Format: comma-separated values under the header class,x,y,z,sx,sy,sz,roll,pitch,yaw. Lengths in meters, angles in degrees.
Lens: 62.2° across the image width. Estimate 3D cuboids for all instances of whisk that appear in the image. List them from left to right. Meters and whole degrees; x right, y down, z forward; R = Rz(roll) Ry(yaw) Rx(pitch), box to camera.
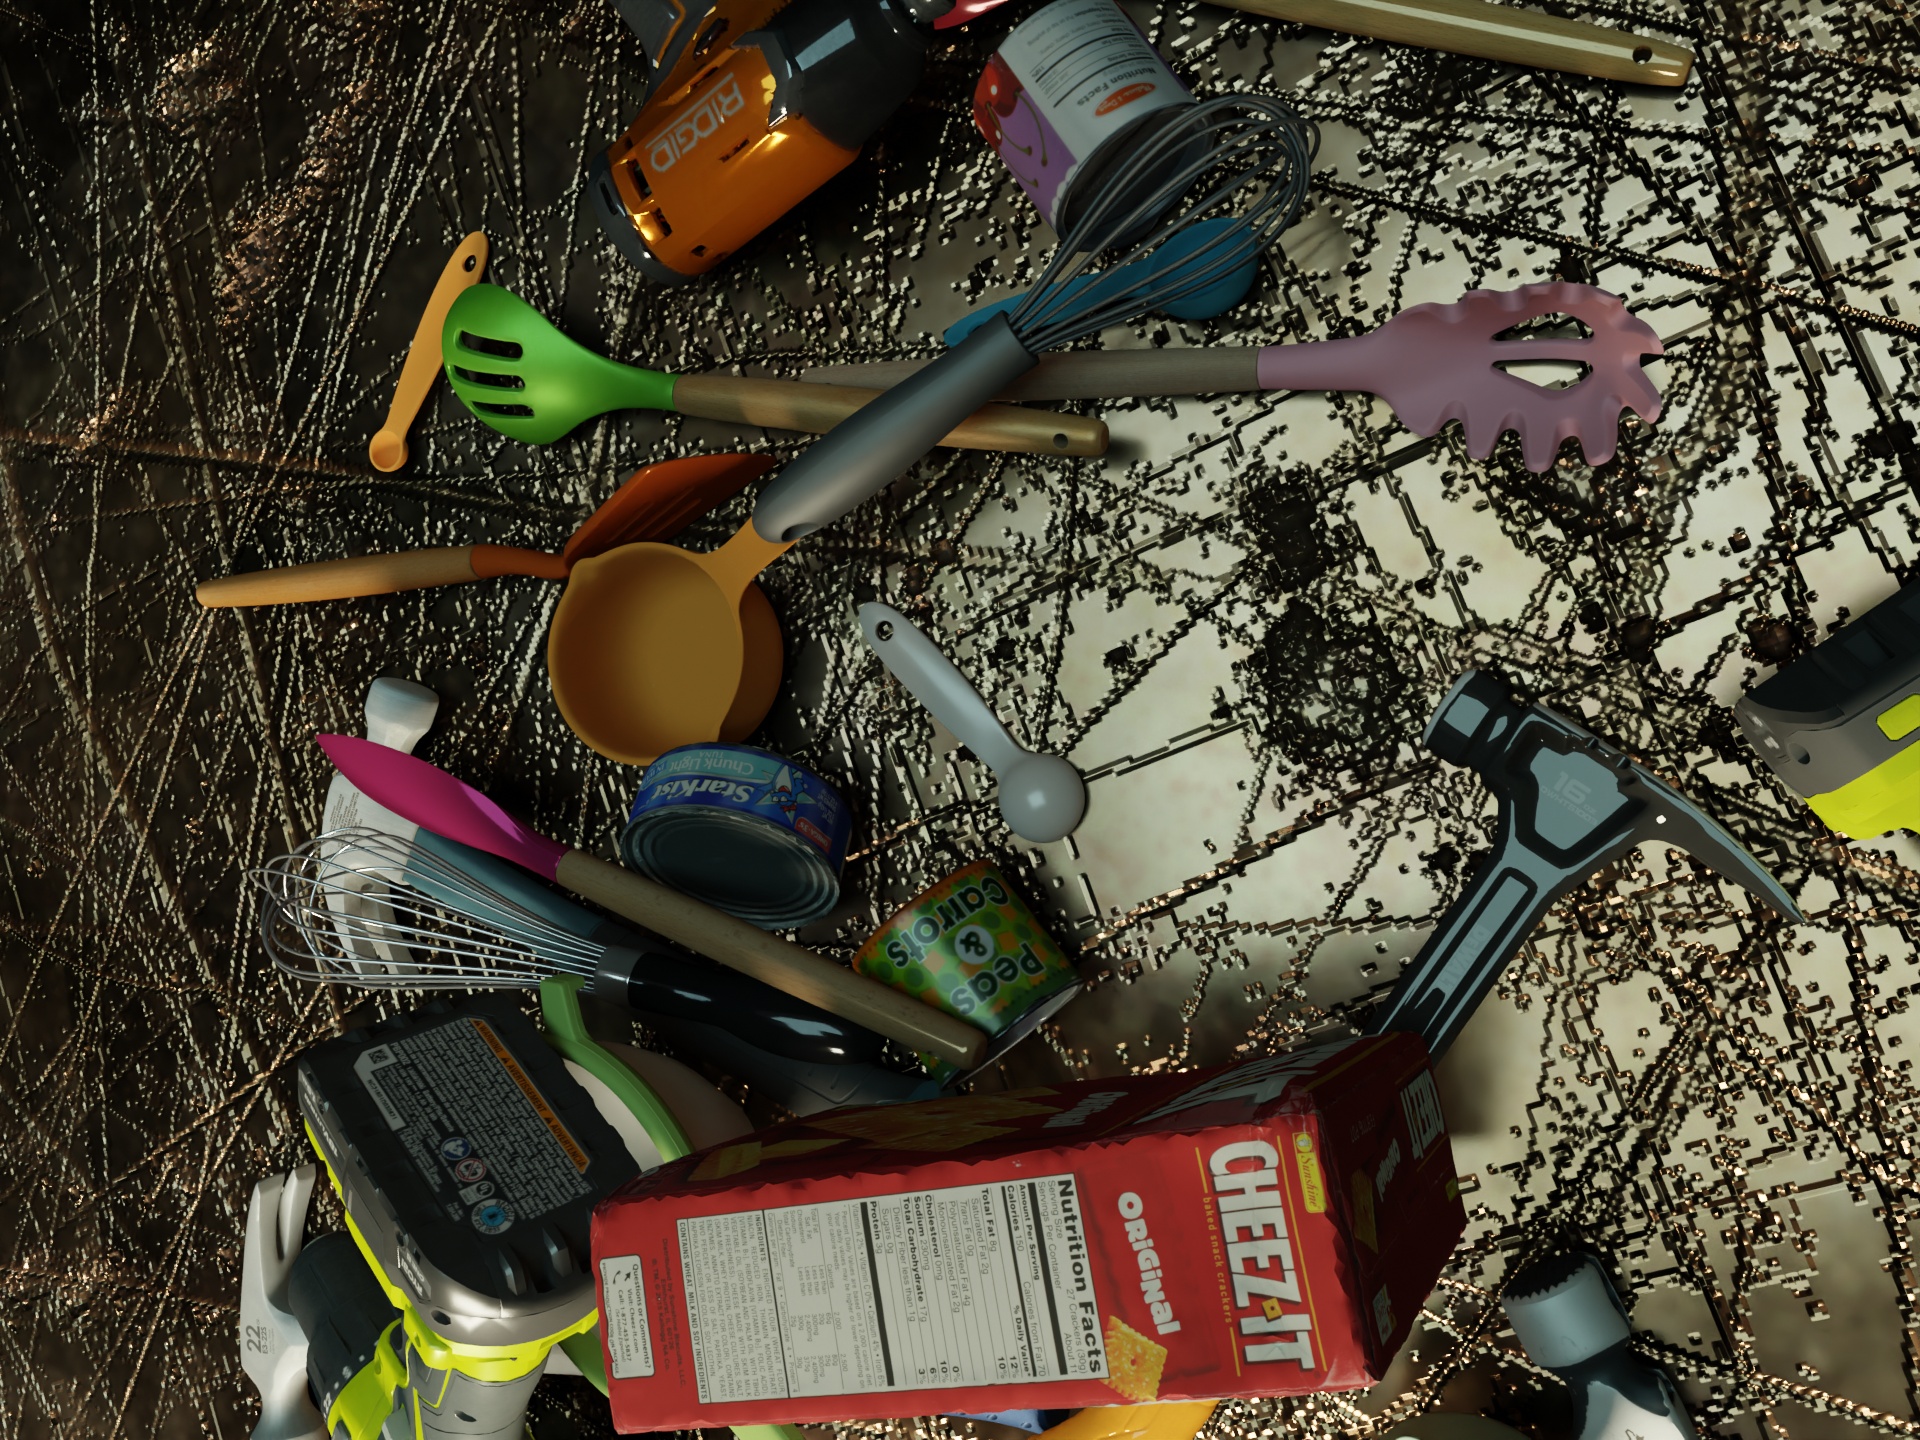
class,x,y,z,sx,sy,sz,roll,pitch,yaw
whisk,-0.161,0.094,0.629,0.285,0.070,0.070,10,95,18
whisk,0.019,-0.132,0.551,0.239,0.055,0.055,-34,78,18

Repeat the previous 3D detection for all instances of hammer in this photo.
class,x,y,z,sx,sy,sz,roll,pitch,yaw
hammer,-0.150,0.261,0.671,0.405,0.035,0.144,-7,88,23
hammer,-0.142,0.101,0.667,0.331,0.033,0.128,24,99,21
hammer,0.074,0.333,0.576,0.409,0.036,0.149,-31,80,21
hammer,0.128,0.154,0.534,0.127,0.034,0.337,37,99,20

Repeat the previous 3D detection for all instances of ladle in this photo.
class,x,y,z,sx,sy,sz,roll,pitch,yaw
ladle,0.095,-0.261,0.565,0.315,0.031,0.069,21,103,20

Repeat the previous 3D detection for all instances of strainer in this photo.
class,x,y,z,sx,sy,sz,roll,pitch,yaw
strainer,-0.077,0.211,0.580,0.256,0.069,0.151,43,129,23

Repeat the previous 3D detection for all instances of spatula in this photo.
class,x,y,z,sx,sy,sz,roll,pitch,yaw
spatula,-0.227,-0.076,0.694,0.323,0.081,0.041,-3,98,29

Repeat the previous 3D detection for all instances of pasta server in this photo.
class,x,y,z,sx,sy,sz,roll,pitch,yaw
pasta server,0.079,-0.122,0.566,0.316,0.040,0.060,4,120,25

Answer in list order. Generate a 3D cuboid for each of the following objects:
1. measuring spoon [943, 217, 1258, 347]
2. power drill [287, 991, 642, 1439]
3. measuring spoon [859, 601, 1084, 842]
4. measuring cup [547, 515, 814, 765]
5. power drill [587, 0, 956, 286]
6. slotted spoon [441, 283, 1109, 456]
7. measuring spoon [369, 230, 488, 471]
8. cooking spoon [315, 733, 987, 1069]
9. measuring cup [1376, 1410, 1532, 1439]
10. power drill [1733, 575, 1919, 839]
class,x,y,z,sx,sy,sz,roll,pitch,yaw
measuring spoon,0.052,-0.152,0.590,0.128,0.021,0.042,-8,52,32
power drill,-0.196,0.215,0.591,0.191,0.080,0.228,40,130,33
measuring spoon,-0.001,-0.002,0.612,0.124,0.018,0.034,47,108,17
measuring cup,-0.085,-0.053,0.632,0.173,0.052,0.095,-42,76,13
power drill,-0.099,-0.307,0.612,0.164,0.084,0.226,-26,84,30
slotted spoon,-0.089,-0.129,0.632,0.314,0.031,0.070,11,125,24
measuring spoon,-0.238,-0.166,0.720,0.021,0.011,0.117,29,98,21
cooking spoon,-0.130,0.064,0.603,0.319,0.068,0.017,19,63,25
measuring cup,0.122,0.274,0.515,0.167,0.038,0.083,-28,82,24
power drill,0.303,0.062,0.401,0.080,0.171,0.223,-39,73,19
